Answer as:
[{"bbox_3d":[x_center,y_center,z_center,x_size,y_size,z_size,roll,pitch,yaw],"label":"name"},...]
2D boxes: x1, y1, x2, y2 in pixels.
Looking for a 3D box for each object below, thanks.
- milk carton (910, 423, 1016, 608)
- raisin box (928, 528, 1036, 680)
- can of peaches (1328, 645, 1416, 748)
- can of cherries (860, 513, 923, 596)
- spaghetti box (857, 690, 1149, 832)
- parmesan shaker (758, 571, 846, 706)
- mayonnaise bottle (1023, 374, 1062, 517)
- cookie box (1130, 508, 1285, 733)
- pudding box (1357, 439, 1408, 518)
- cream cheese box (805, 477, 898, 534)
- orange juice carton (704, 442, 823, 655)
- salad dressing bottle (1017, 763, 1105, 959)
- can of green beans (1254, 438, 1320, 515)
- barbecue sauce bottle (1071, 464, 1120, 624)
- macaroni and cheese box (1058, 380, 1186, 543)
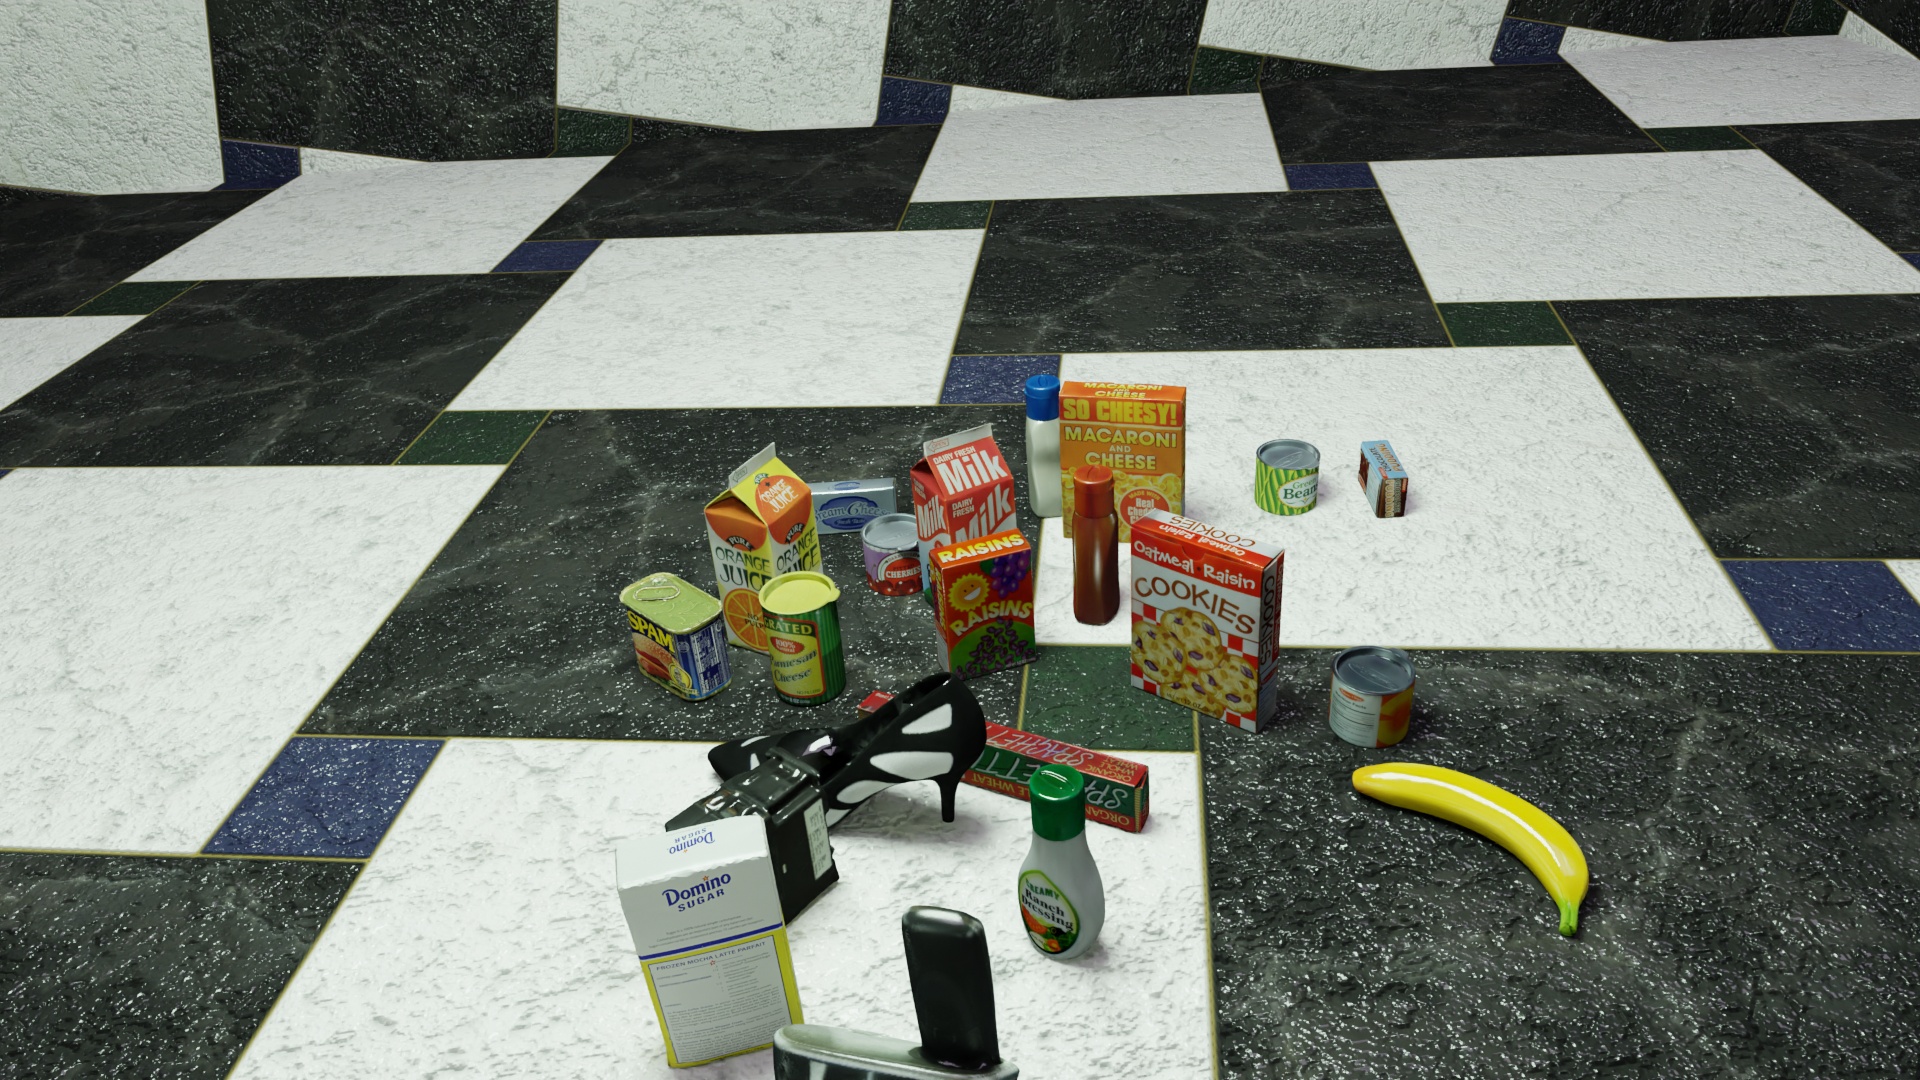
[{"bbox_3d":[0.005,-0.016,1.297,0.072,0.189,0.073,-19,34,-23],"label":"milk carton"},{"bbox_3d":[0.021,0.058,1.238,0.086,0.122,0.040,-13,32,-14],"label":"raisin box"},{"bbox_3d":[0.340,0.128,1.146,0.071,0.057,0.071,-3,31,2],"label":"can of peaches"},{"bbox_3d":[-0.063,0.015,1.380,0.071,0.058,0.072,-3,31,2],"label":"can of cherries"},{"bbox_3d":[0.033,0.176,1.114,0.250,0.050,0.029,12,35,25],"label":"spaghetti box"},{"bbox_3d":[-0.136,0.088,1.228,0.071,0.102,0.071,-3,31,2],"label":"parmesan shaker"},{"bbox_3d":[0.090,-0.101,1.465,0.041,0.147,0.065,-5,31,-1],"label":"mayonnaise bottle"},{"bbox_3d":[0.203,0.067,1.159,0.123,0.166,0.040,19,38,34],"label":"cookie box"},{"bbox_3d":[0.442,-0.066,1.457,0.030,0.049,0.084,-3,31,2],"label":"pudding box"},{"bbox_3d":[-0.118,-0.036,1.475,0.104,0.053,0.024,-4,31,1],"label":"cream cheese box"},{"bbox_3d":[-0.178,0.008,1.278,0.073,0.191,0.072,13,35,26],"label":"orange juice carton"},{"bbox_3d":[0.068,0.219,0.946,0.064,0.147,0.044,22,40,36],"label":"salad dressing bottle"},{"bbox_3d":[0.344,-0.067,1.463,0.071,0.057,0.071,-3,31,2],"label":"can of green beans"},{"bbox_3d":[0.126,0.002,1.292,0.044,0.147,0.065,5,33,15],"label":"barbecue sauce bottle"},{"bbox_3d":[0.164,-0.078,1.400,0.124,0.165,0.040,4,32,14],"label":"macaroni and cheese box"}]
